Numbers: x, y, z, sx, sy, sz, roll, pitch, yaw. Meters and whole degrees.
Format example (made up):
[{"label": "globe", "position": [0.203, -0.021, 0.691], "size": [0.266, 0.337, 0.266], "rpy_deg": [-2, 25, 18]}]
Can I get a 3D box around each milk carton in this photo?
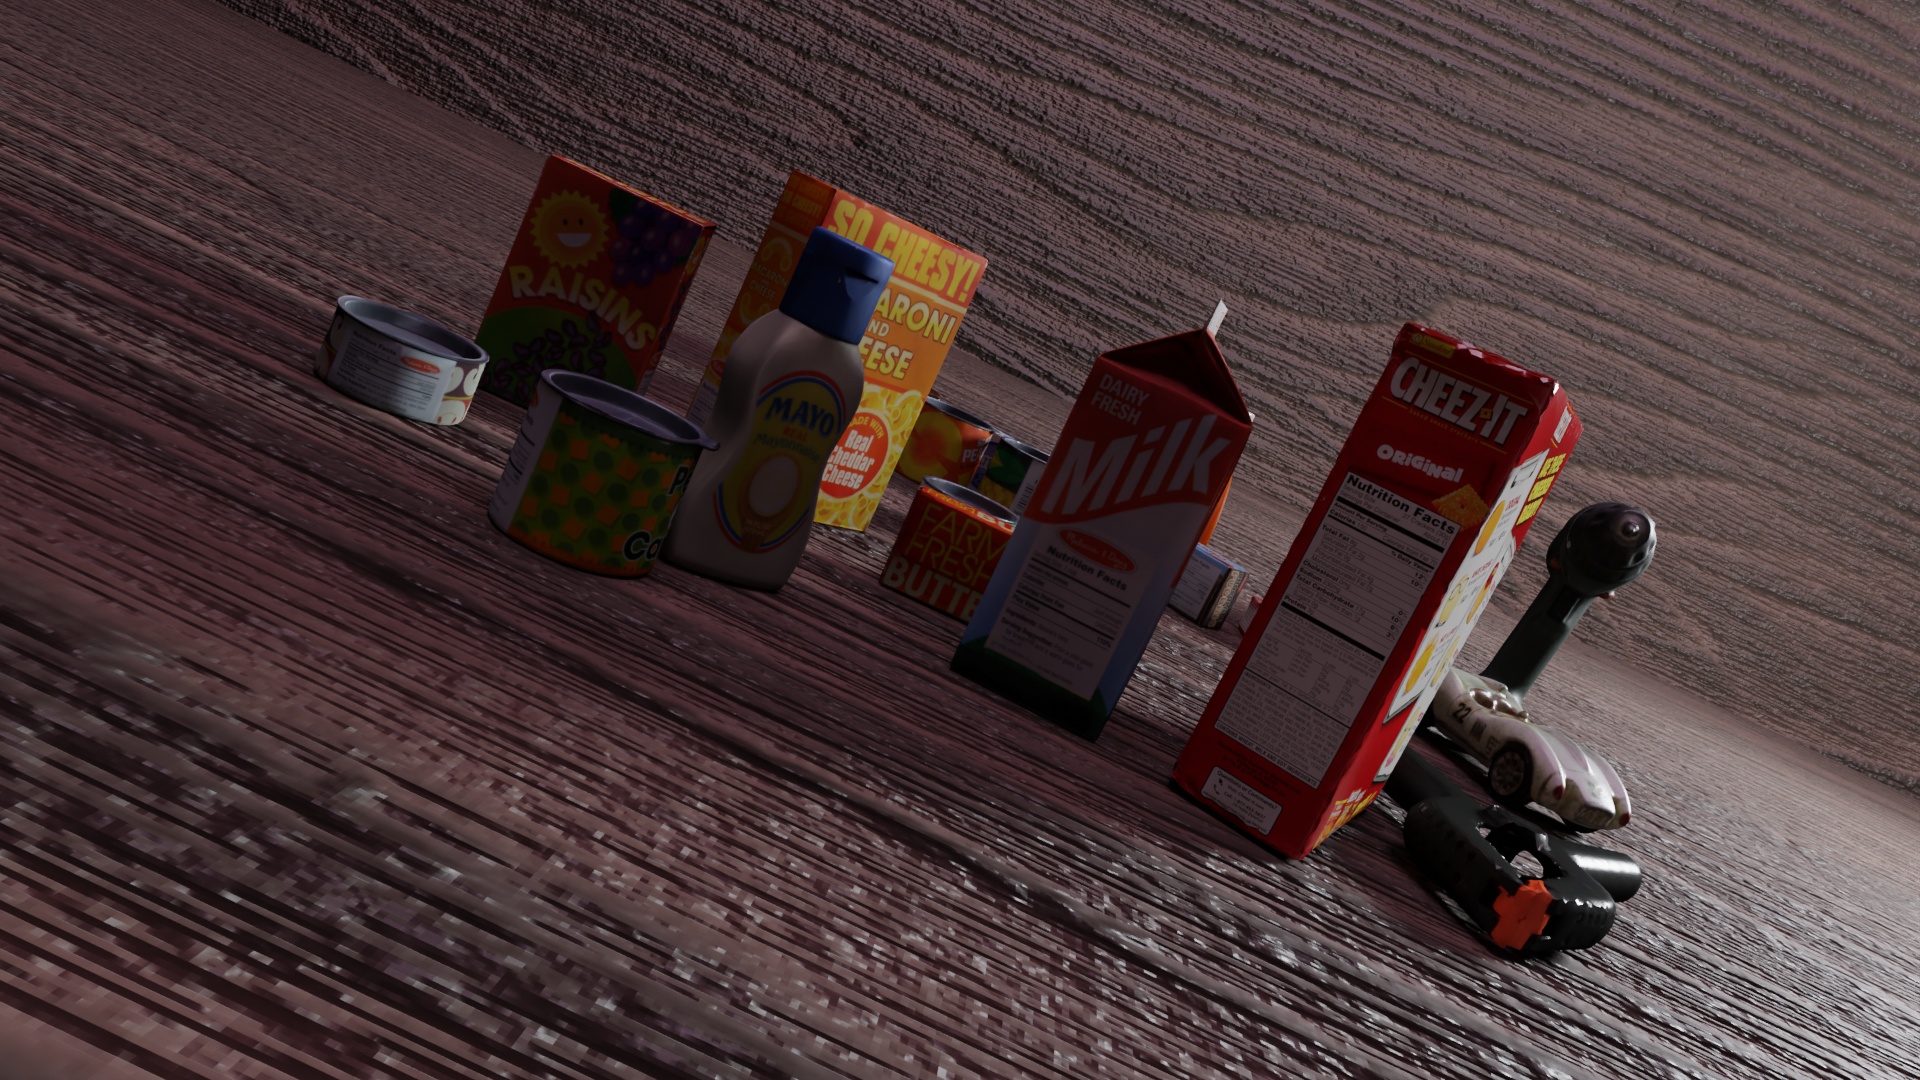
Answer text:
[{"label": "milk carton", "position": [0.073, -0.017, 0.611], "size": [0.073, 0.190, 0.072], "rpy_deg": [27, 10, 8]}]

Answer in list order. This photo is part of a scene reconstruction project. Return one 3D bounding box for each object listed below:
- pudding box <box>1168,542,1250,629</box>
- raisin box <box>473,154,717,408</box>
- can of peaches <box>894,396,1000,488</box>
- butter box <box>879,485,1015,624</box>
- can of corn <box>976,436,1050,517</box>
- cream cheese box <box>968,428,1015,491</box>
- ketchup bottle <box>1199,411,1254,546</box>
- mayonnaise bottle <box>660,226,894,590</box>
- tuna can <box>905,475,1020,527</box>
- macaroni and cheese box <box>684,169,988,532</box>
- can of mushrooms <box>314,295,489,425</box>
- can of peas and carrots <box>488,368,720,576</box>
[{"label": "pudding box", "position": [0.162, 0.024, 1.011], "size": [0.030, 0.049, 0.084], "rpy_deg": [14, 15, -47]}, {"label": "raisin box", "position": [-0.190, -0.123, 0.712], "size": [0.086, 0.123, 0.040], "rpy_deg": [24, 10, -6]}, {"label": "can of peaches", "position": [-0.013, -0.071, 1.048], "size": [0.071, 0.058, 0.071], "rpy_deg": [24, 10, -4]}, {"label": "butter box", "position": [0.016, 0.017, 0.690], "size": [0.103, 0.053, 0.024], "rpy_deg": [25, 10, -1]}, {"label": "can of corn", "position": [0.047, -0.037, 1.022], "size": [0.071, 0.058, 0.071], "rpy_deg": [24, 10, -4]}, {"label": "cream cheese box", "position": [0.035, -0.054, 1.090], "size": [0.104, 0.053, 0.024], "rpy_deg": [30, 11, 27]}, {"label": "ketchup bottle", "position": [0.195, -0.045, 1.157], "size": [0.043, 0.148, 0.065], "rpy_deg": [17, 13, -41]}, {"label": "mayonnaise bottle", "position": [-0.074, -0.055, 0.575], "size": [0.065, 0.147, 0.041], "rpy_deg": [18, 12, -36]}, {"label": "tuna can", "position": [0.003, -0.011, 0.857], "size": [0.071, 0.032, 0.071], "rpy_deg": [24, 10, -4]}, {"label": "macaroni and cheese box", "position": [-0.069, -0.094, 0.732], "size": [0.040, 0.166, 0.124], "rpy_deg": [33, 12, 38]}, {"label": "can of mushrooms", "position": [-0.246, -0.080, 0.615], "size": [0.071, 0.033, 0.071], "rpy_deg": [24, 10, -4]}, {"label": "can of peas and carrots", "position": [-0.135, -0.025, 0.529], "size": [0.071, 0.058, 0.071], "rpy_deg": [24, 10, -4]}]
